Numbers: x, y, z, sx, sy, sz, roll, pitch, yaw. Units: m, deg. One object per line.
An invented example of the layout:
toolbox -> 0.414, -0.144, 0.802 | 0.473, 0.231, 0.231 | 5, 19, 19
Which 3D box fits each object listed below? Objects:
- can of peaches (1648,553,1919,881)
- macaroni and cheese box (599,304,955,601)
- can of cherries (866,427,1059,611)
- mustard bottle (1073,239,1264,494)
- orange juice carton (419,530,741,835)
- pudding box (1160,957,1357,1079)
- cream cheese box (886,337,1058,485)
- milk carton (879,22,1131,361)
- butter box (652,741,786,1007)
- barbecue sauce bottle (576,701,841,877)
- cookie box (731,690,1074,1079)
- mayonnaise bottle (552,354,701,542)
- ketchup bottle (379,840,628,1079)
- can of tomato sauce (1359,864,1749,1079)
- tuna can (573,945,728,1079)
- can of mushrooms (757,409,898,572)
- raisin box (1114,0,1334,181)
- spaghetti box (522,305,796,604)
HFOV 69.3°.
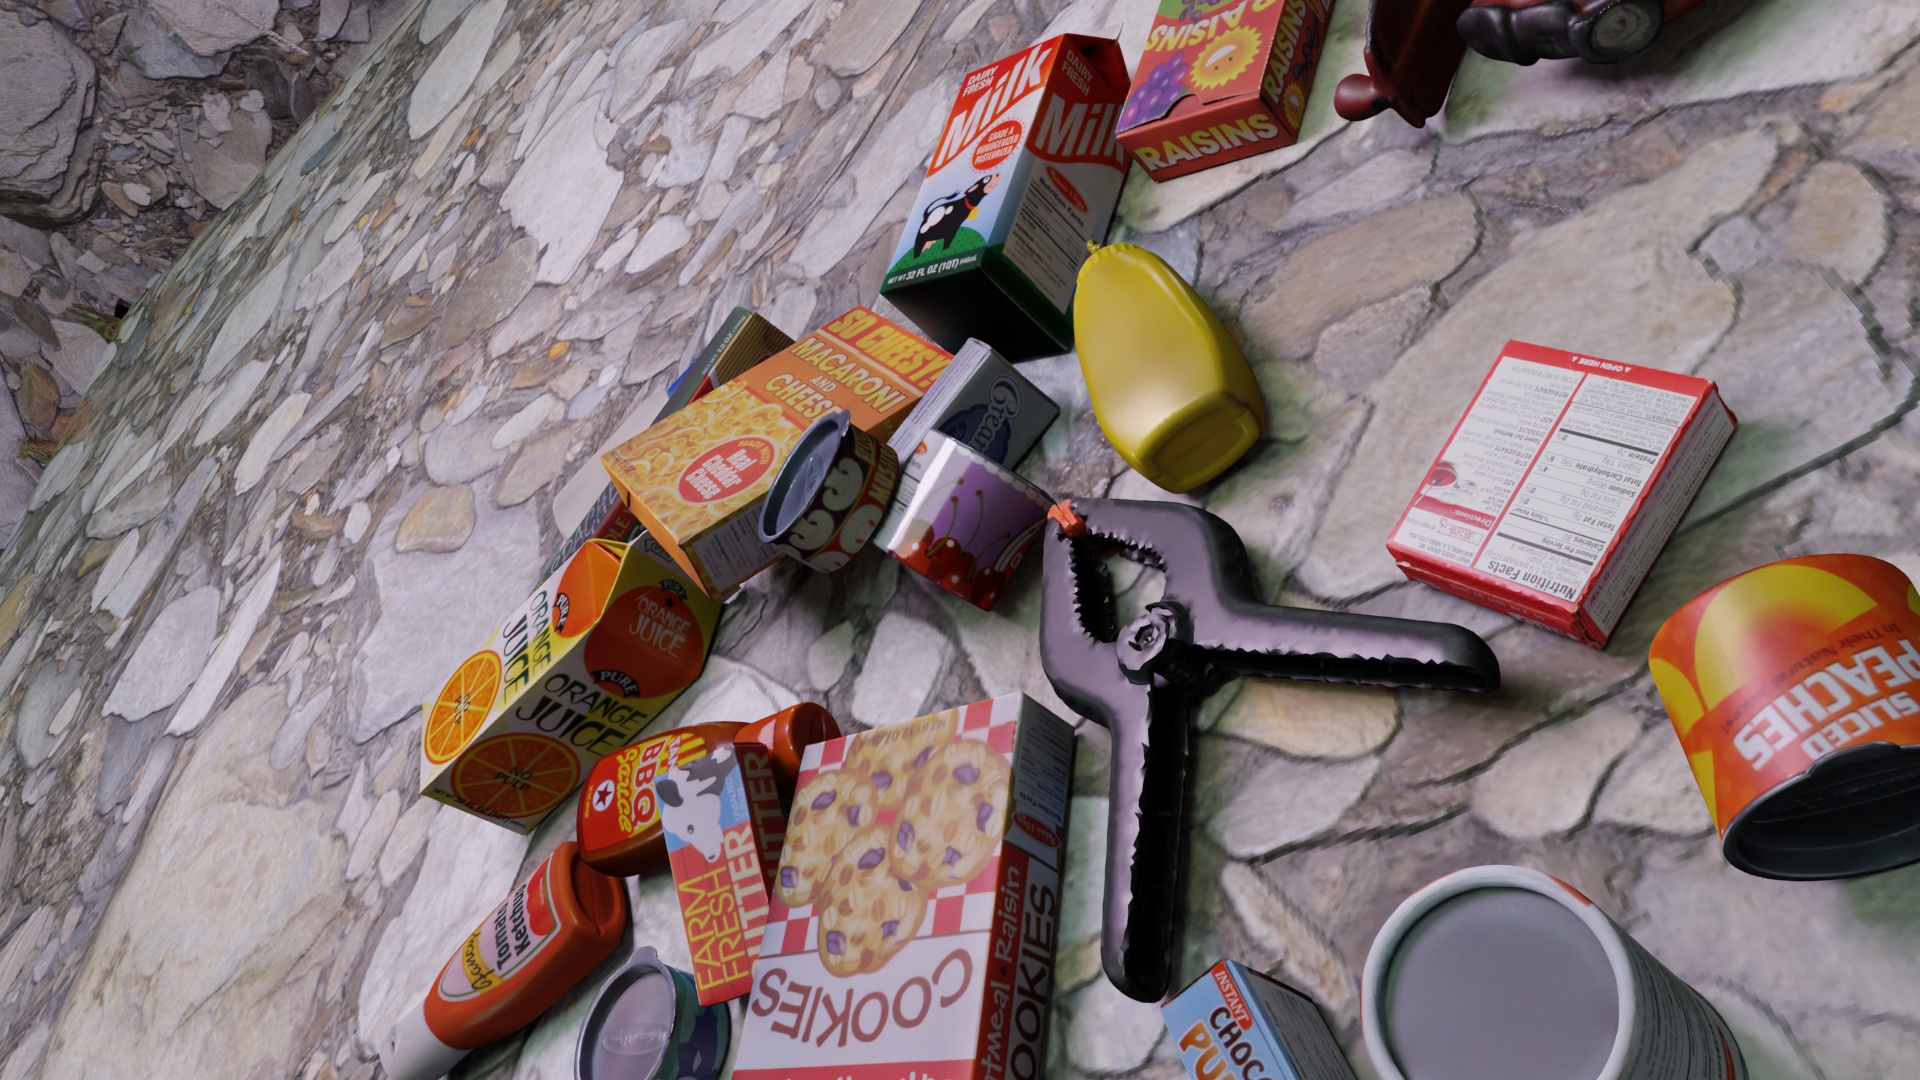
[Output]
can of peaches -> 0.216, 0.044, 0.349 | 0.071, 0.071, 0.058 | -29, 42, 29
macaroni and cheese box -> -0.086, -0.051, 0.712 | 0.167, 0.040, 0.124 | -33, 37, -16
can of cherries -> 0.002, -0.008, 0.618 | 0.071, 0.071, 0.058 | 30, 89, 53
mustard bottle -> 0.082, -0.090, 0.613 | 0.065, 0.048, 0.161 | -36, 40, 20
orange juice carton -> -0.212, 0.071, 0.774 | 0.192, 0.071, 0.073 | -42, 39, 15
pudding box -> 0.096, 0.165, 0.395 | 0.030, 0.049, 0.084 | -44, 38, 15
cream cheese box -> -0.005, -0.040, 0.661 | 0.104, 0.053, 0.024 | -51, 35, 2
milk carton -> 0.034, -0.190, 0.723 | 0.072, 0.073, 0.191 | -5, 58, 44
butter box -> -0.099, 0.144, 0.604 | 0.053, 0.024, 0.104 | -27, 69, 28
barbecue sauce bottle -> -0.121, 0.116, 0.667 | 0.148, 0.043, 0.065 | -24, 49, 32
cookie box -> -0.022, 0.152, 0.537 | 0.122, 0.040, 0.168 | -19, 48, 36
mayonnaise bottle -> -0.198, -0.057, 0.888 | 0.148, 0.041, 0.065 | -45, 39, 8
ketchup bottle -> -0.231, 0.220, 0.700 | 0.148, 0.043, 0.065 | -43, 38, 14
can of tomato sauce -> 0.146, 0.126, 0.346 | 0.071, 0.083, 0.071 | -27, 44, 30
tuna can -> -0.135, 0.218, 0.608 | 0.071, 0.033, 0.071 | -27, 44, 30
can of mushrooms -> -0.058, -0.023, 0.619 | 0.070, 0.033, 0.071 | -45, 27, 30
raisin box -> 0.135, -0.246, 0.690 | 0.086, 0.040, 0.124 | -3, 60, 44
spaghetti box -> -0.184, -0.028, 0.842 | 0.250, 0.050, 0.029 | -55, 35, -3
